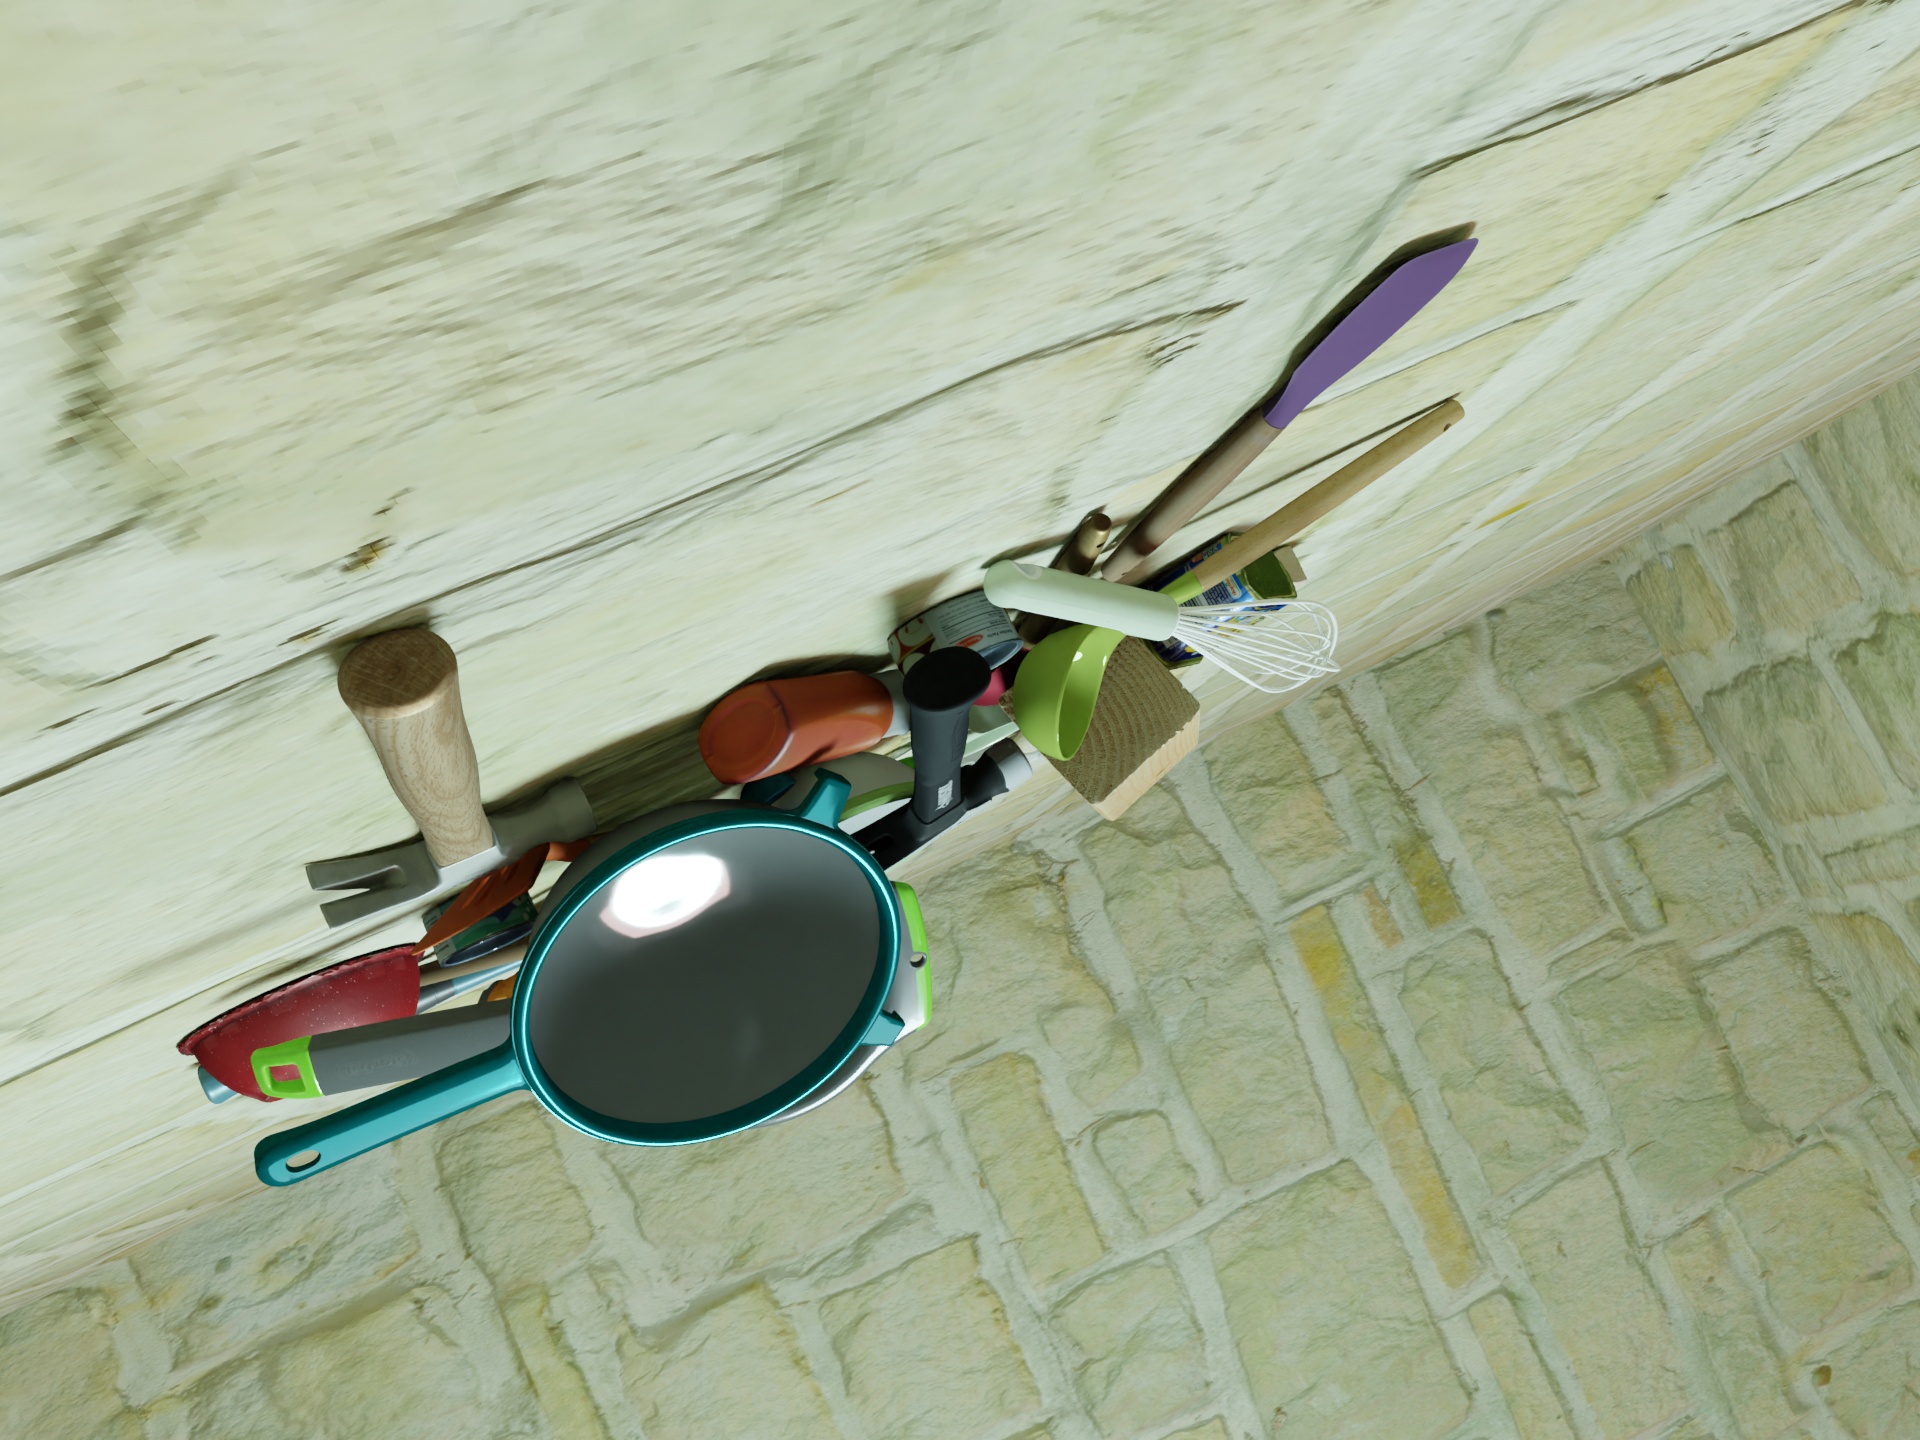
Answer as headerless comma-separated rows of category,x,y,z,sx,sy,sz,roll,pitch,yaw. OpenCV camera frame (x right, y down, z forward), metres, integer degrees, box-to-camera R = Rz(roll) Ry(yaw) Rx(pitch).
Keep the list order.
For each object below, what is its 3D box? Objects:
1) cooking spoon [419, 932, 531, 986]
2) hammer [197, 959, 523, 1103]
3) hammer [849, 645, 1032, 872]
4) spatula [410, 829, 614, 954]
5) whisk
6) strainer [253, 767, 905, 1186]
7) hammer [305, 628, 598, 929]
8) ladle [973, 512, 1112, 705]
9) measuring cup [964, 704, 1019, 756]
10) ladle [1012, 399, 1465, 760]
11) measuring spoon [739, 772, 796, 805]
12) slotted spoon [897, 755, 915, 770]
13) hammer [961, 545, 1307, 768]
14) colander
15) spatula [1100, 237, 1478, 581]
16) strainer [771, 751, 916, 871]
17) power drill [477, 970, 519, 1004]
cooking spoon,-0.255,0.142,1.086,0.319,0.069,0.017,-17,172,20
hammer,-0.395,0.203,1.191,0.331,0.033,0.128,-22,172,-28
hammer,-0.017,0.025,0.901,0.146,0.035,0.334,-33,169,-9
spatula,-0.215,0.085,0.967,0.081,0.041,0.322,-29,173,16
whisk,0.113,-0.053,0.845,0.246,0.058,0.059,9,118,-34
strainer,-0.202,0.142,0.842,0.340,0.095,0.210,-21,126,-16
hammer,-0.211,0.028,0.637,0.130,0.031,0.331,-24,172,-18
ladle,0.046,-0.058,0.927,0.069,0.031,0.315,-27,171,-14
measuring cup,-0.002,-0.003,1.089,0.083,0.038,0.167,-28,170,12
ladle,0.165,-0.086,0.914,0.320,0.062,0.078,-34,153,-4
measuring spoon,-0.163,0.069,1.028,0.128,0.021,0.042,-36,176,-17
slotted spoon,0.027,-0.004,1.193,0.313,0.031,0.070,-34,-166,32
hammer,0.131,-0.035,1.312,0.146,0.038,0.410,-19,169,-36
colander,-0.220,0.158,0.975,0.397,0.204,0.095,-10,-154,-7
spatula,0.137,-0.132,0.748,0.060,0.018,0.316,-23,171,-26
strainer,-0.110,0.092,1.151,0.151,0.069,0.256,-9,153,-40
power drill,-0.235,0.191,1.211,0.185,0.084,0.226,-27,167,9
